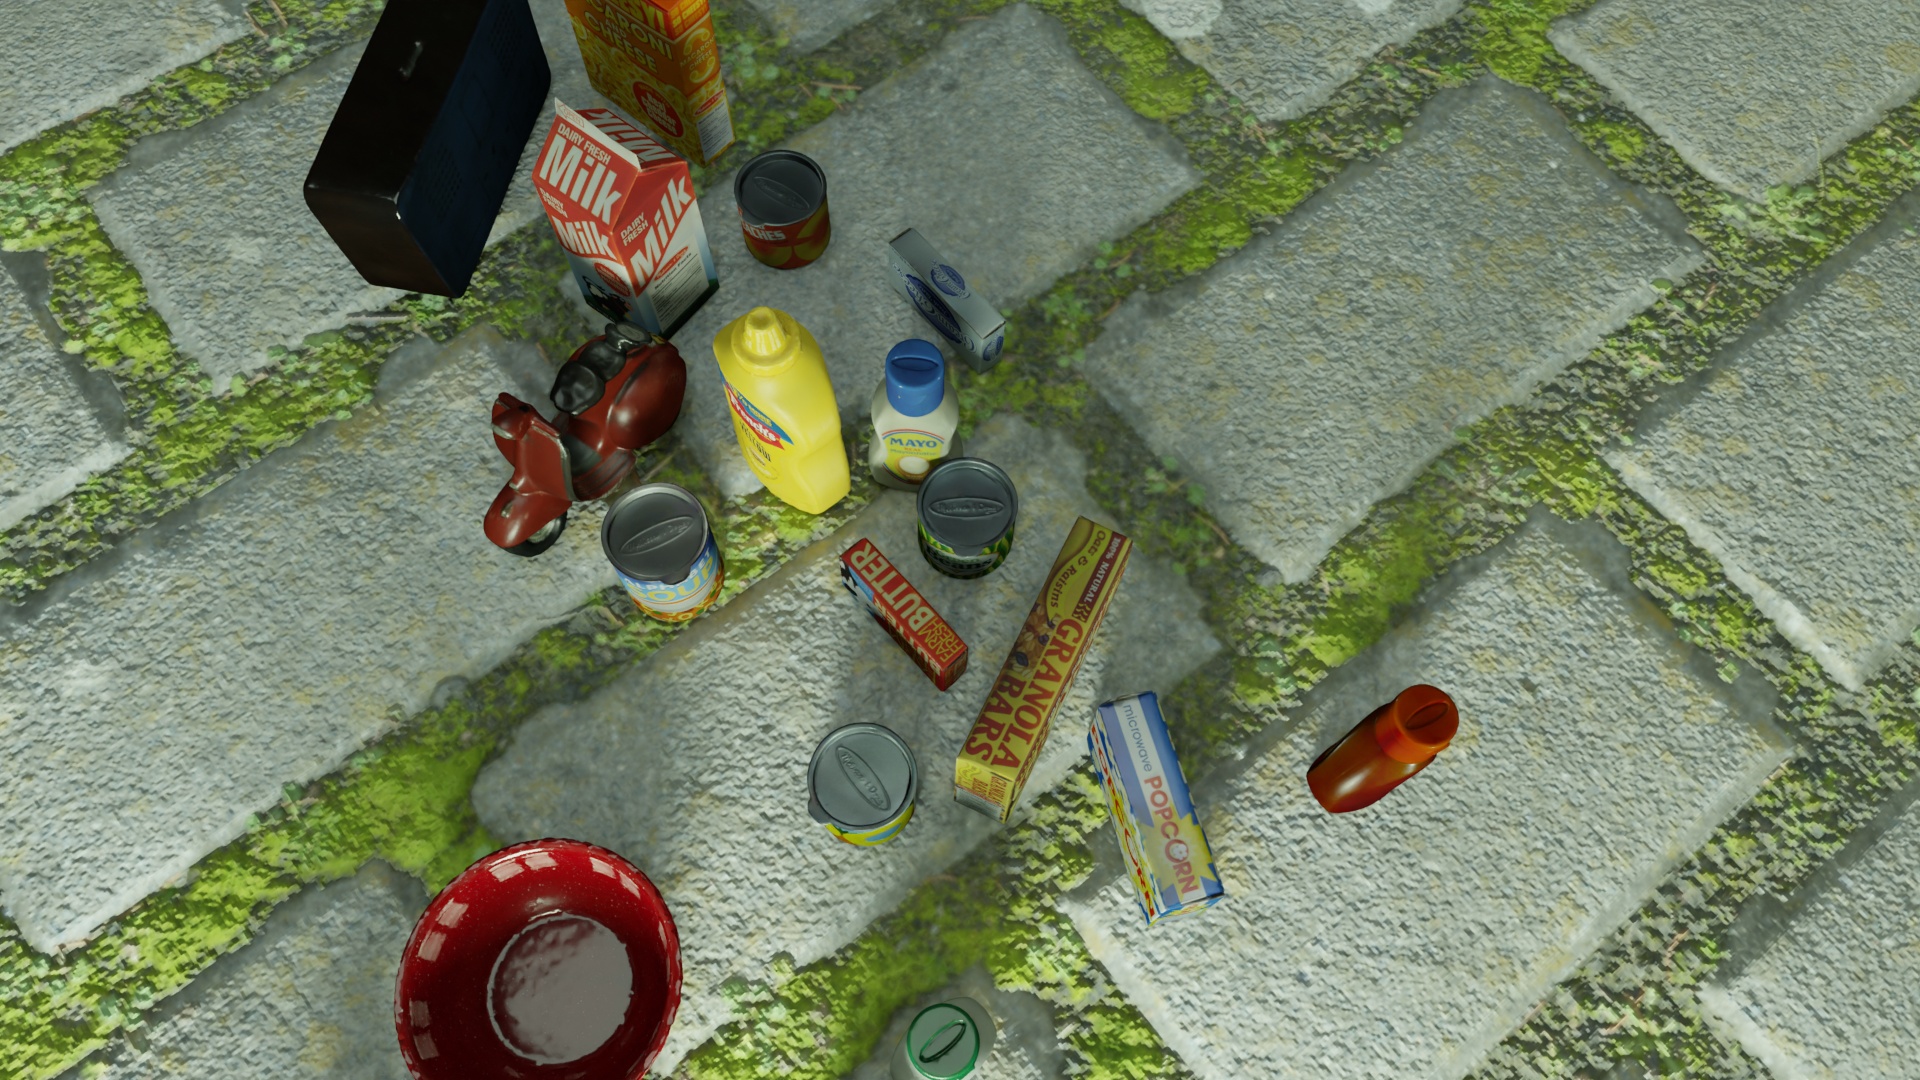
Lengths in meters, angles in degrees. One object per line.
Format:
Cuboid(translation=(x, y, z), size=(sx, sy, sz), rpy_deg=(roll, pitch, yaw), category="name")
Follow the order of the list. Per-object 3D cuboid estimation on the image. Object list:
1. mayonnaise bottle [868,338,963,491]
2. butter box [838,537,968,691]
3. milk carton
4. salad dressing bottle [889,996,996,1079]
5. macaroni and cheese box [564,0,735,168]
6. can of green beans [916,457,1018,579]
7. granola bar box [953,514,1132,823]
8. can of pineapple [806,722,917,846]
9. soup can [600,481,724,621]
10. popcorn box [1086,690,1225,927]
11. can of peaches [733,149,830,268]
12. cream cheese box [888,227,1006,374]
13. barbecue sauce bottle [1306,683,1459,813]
Cuboid(translation=(-0.029, -0.079, 0.902), size=(0.065, 0.147, 0.041), rpy_deg=(4, 68, 1), category="mayonnaise bottle")
Cuboid(translation=(-0.037, 0.048, 0.900), size=(0.024, 0.053, 0.103), rpy_deg=(-39, 74, -15), category="butter box")
Cuboid(translation=(-0.224, -0.216, 0.931), size=(0.072, 0.189, 0.074), rpy_deg=(36, 71, 12), category="milk carton")
Cuboid(translation=(-0.009, 0.275, 0.755), size=(0.064, 0.147, 0.044), rpy_deg=(-36, 73, -14), category="salad dressing bottle")
Cuboid(translation=(-0.230, -0.363, 1.006), size=(0.124, 0.165, 0.040), rpy_deg=(38, 72, 13), category="macaroni and cheese box")
Cuboid(translation=(0.004, -0.014, 0.924), size=(0.071, 0.057, 0.071), rpy_deg=(1, 68, -1), category="can of green beans")
Cuboid(translation=(0.050, 0.082, 0.849), size=(0.039, 0.123, 0.166), rpy_deg=(25, 69, 9), category="granola bar box")
Cuboid(translation=(-0.061, 0.151, 0.854), size=(0.071, 0.057, 0.071), rpy_deg=(1, 68, -1), category="can of pineapple")
Cuboid(translation=(-0.189, 0.012, 0.895), size=(0.071, 0.083, 0.071), rpy_deg=(0, 68, -1), category="soup can")
Cuboid(translation=(0.115, 0.163, 0.838), size=(0.038, 0.085, 0.127), rpy_deg=(-14, 69, -7), category="popcorn box")
Cuboid(translation=(-0.130, -0.239, 1.015), size=(0.071, 0.058, 0.071), rpy_deg=(1, 68, -1), category="can of peaches")
Cuboid(translation=(-0.010, -0.171, 0.992), size=(0.024, 0.053, 0.104), rpy_deg=(-38, 73, -15), category="cream cheese box")
Cuboid(translation=(0.253, 0.123, 0.824), size=(0.065, 0.148, 0.044), rpy_deg=(-26, 71, -11), category="barbecue sauce bottle")
